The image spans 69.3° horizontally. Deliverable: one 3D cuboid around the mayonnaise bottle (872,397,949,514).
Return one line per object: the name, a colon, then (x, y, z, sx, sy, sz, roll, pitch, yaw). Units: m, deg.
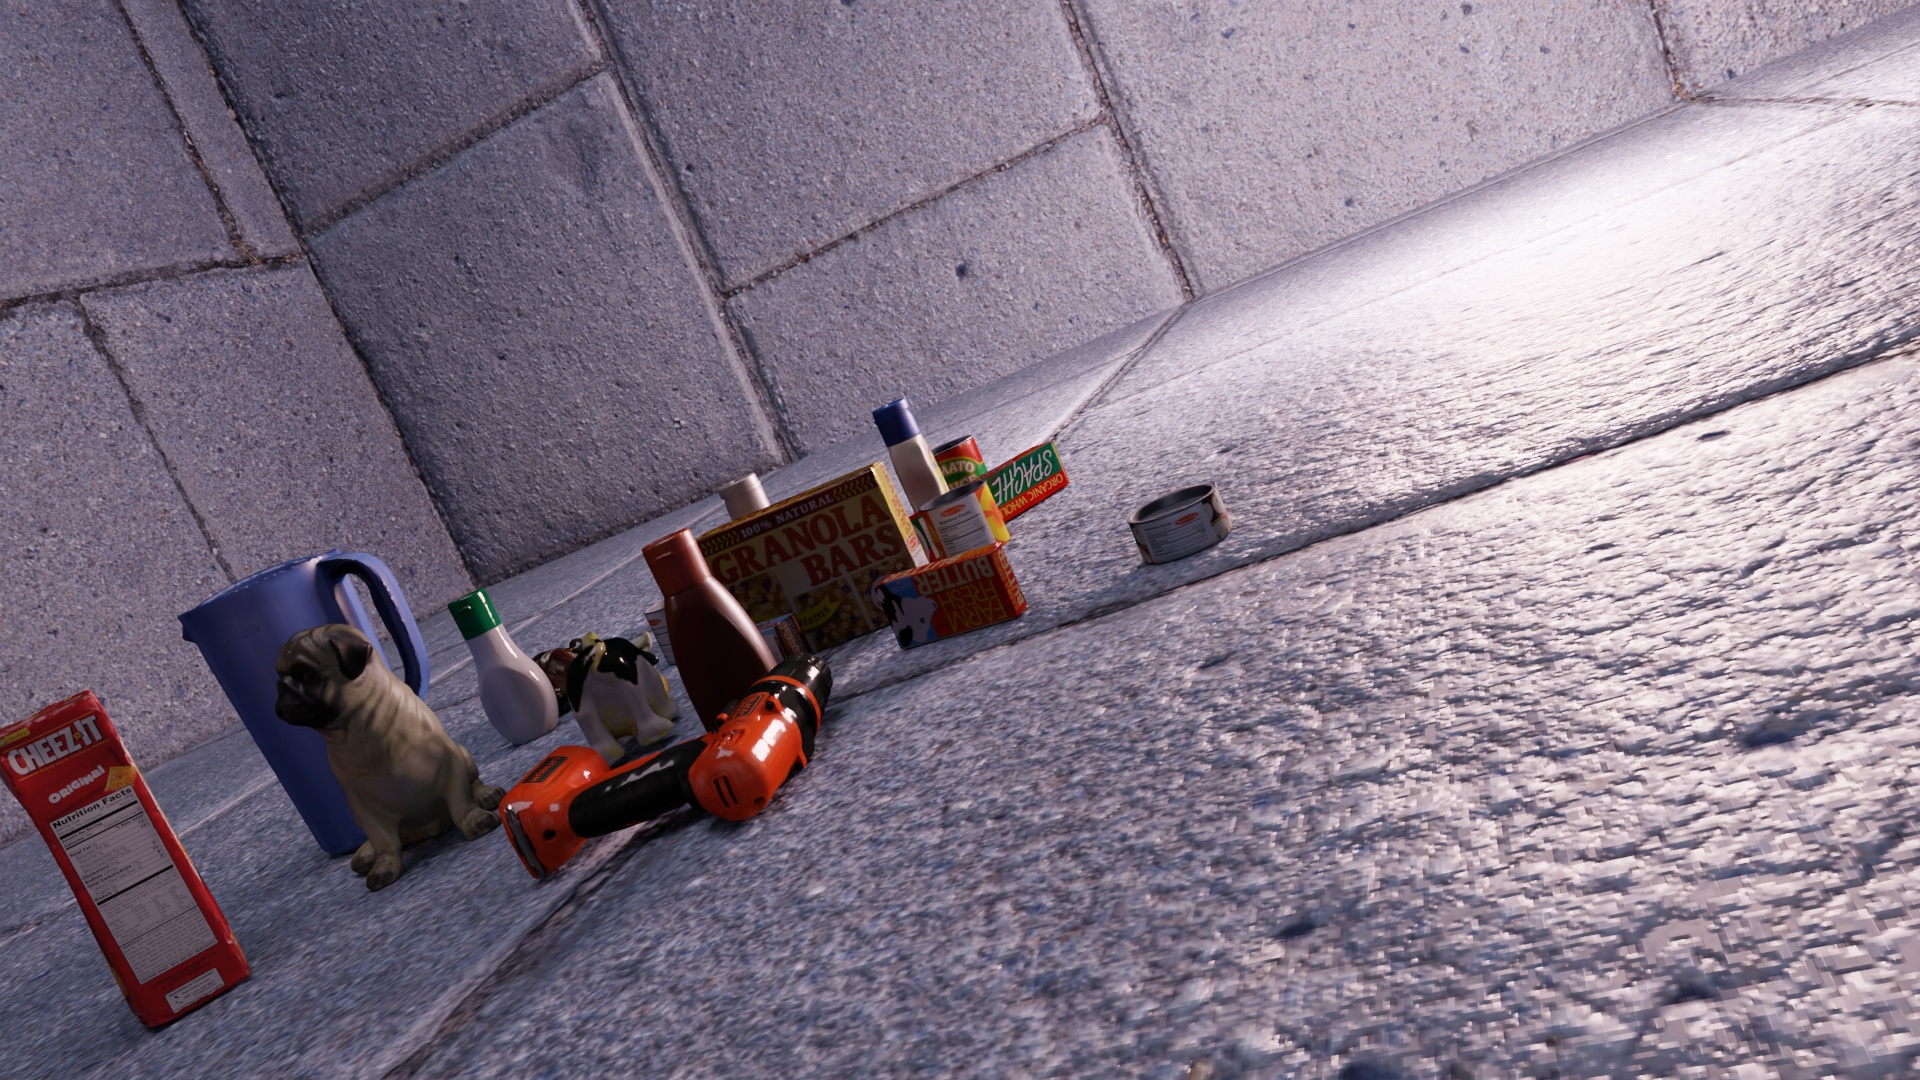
mayonnaise bottle: (-0.040, -0.064, 1.348, 0.041, 0.148, 0.065, -23, 9, 6)

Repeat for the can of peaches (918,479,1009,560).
can of peaches: (0.004, -0.016, 1.249, 0.071, 0.058, 0.071, -23, 9, 4)

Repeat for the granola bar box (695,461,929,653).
granola bar box: (-0.116, 0.023, 1.130, 0.165, 0.124, 0.039, -22, 9, 13)

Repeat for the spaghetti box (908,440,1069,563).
spaghetti box: (0.008, -0.025, 1.317, 0.251, 0.050, 0.028, -31, 12, -37)

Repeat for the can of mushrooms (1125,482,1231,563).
can of mushrooms: (0.151, -0.013, 0.954, 0.071, 0.033, 0.071, -23, 10, 4)

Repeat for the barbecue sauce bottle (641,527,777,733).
barbecue sauce bottle: (-0.175, 0.065, 0.971, 0.065, 0.148, 0.044, -23, 9, 9)

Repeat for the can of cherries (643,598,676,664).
can of cherries: (-0.270, 0.082, 1.376, 0.071, 0.058, 0.071, -23, 9, 4)

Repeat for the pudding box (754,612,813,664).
pudding box: (-0.158, 0.091, 1.086, 0.083, 0.049, 0.030, -18, 11, 33)

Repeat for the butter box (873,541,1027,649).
butter box: (-0.007, 0.040, 0.990, 0.103, 0.053, 0.024, -18, 11, 31)

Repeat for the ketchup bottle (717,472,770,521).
ketchup bottle: (-0.166, 0.014, 1.226, 0.043, 0.148, 0.065, -26, 9, -10)

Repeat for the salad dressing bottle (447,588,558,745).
salad dressing bottle: (-0.430, 0.117, 1.301, 0.064, 0.147, 0.044, -24, 9, 2)

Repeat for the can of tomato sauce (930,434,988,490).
can of tomato sauce: (-0.002, -0.056, 1.409, 0.071, 0.083, 0.071, -23, 9, 4)
